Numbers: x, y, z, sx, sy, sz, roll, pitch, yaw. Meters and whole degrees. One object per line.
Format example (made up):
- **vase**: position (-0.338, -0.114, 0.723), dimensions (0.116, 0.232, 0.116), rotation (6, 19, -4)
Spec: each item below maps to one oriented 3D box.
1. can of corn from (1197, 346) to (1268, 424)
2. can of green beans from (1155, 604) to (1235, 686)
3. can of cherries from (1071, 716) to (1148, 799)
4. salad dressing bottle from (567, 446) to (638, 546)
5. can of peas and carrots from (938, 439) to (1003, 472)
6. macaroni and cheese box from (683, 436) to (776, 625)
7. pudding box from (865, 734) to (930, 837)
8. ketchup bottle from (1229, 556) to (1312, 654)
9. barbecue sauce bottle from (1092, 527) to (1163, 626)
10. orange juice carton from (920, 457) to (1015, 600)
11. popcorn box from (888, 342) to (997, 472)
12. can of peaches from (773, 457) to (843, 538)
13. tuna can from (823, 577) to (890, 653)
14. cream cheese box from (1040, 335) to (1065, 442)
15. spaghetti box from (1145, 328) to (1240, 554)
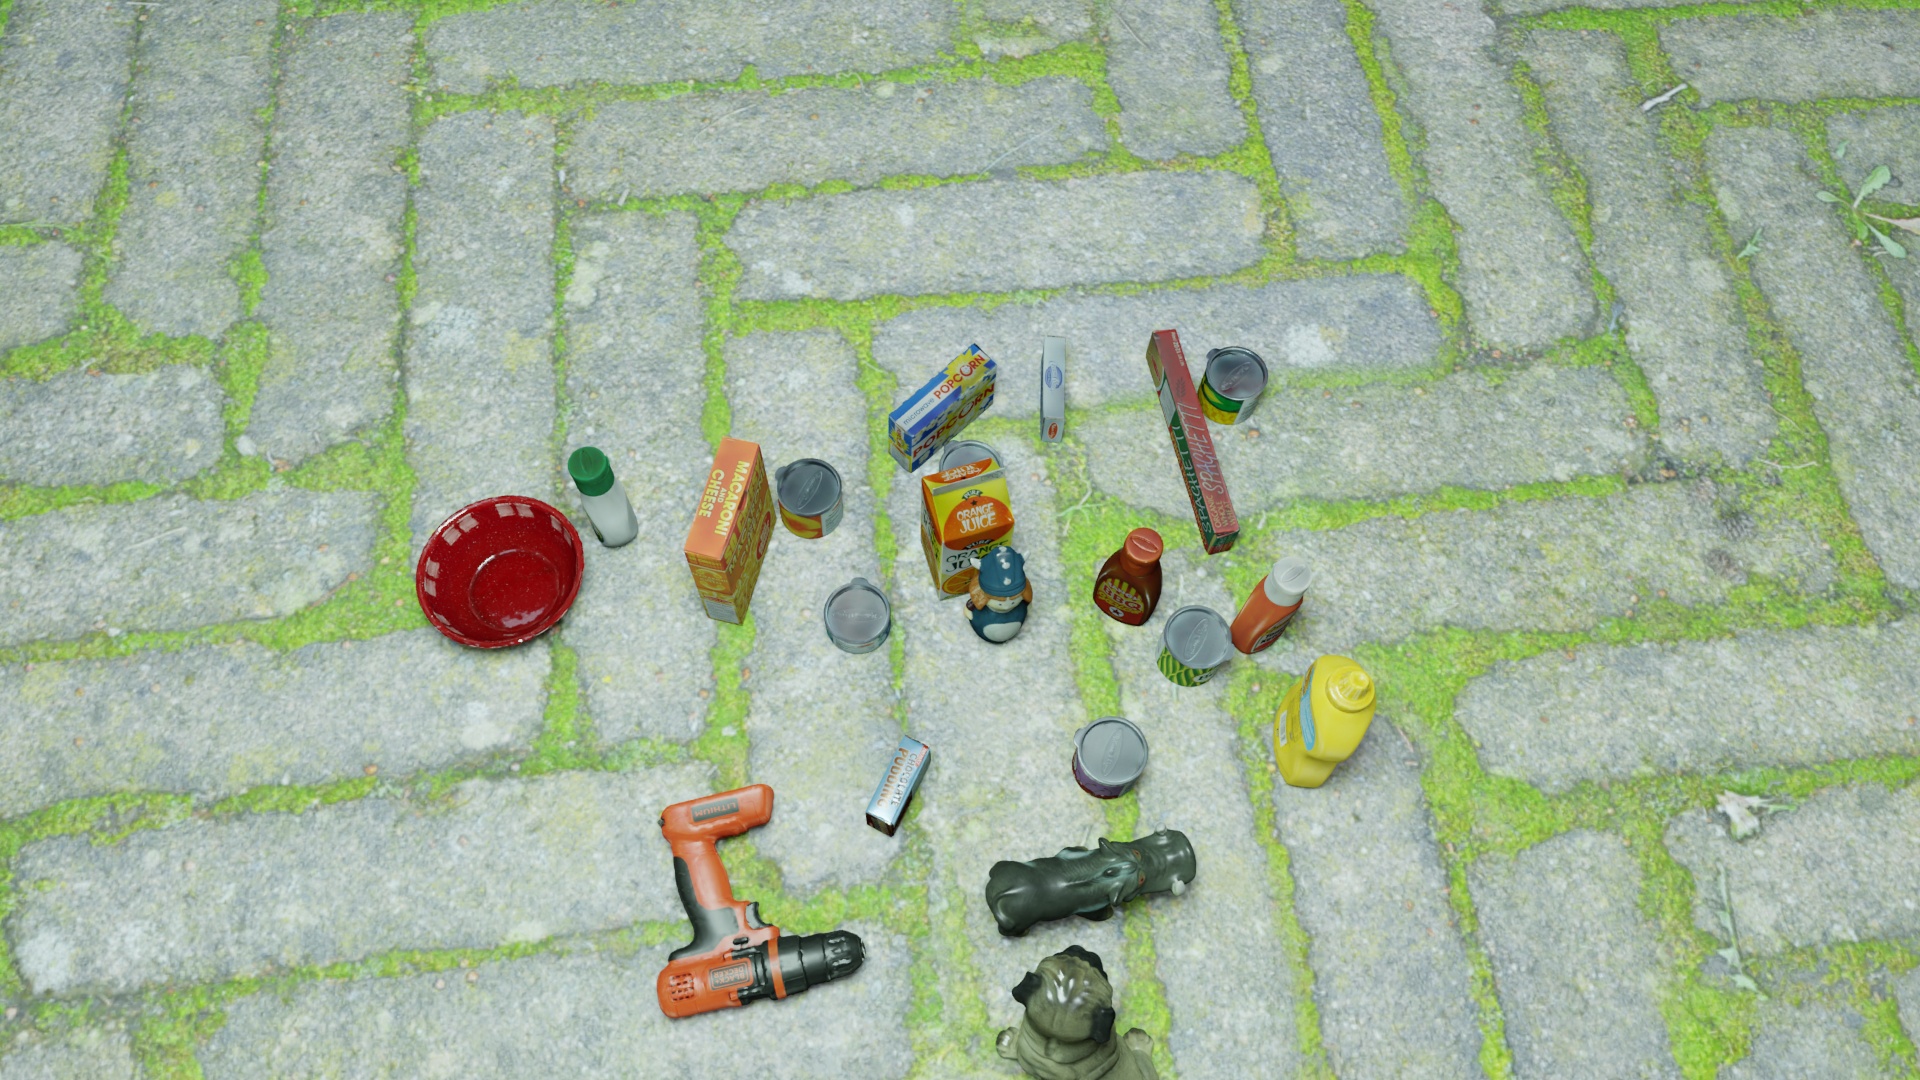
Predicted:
- **can of corn**: position (0.289, -0.167, 1.492), dimensions (0.071, 0.058, 0.071), rotation (1, 65, -2)
- **can of green beans**: position (0.228, 0.104, 1.364), dimensions (0.071, 0.057, 0.071), rotation (1, 65, -2)
- **can of cherries**: position (0.138, 0.205, 1.313), dimensions (0.071, 0.058, 0.072), rotation (1, 65, -2)
- **salad dressing bottle**: position (-0.350, -0.043, 1.360), dimensions (0.044, 0.147, 0.064), rotation (-18, 68, -10)
- **can of peas and carrots**: position (0.008, -0.063, 1.432), dimensions (0.071, 0.058, 0.071), rotation (1, 65, -2)
- **macaroni and cheese box**: position (-0.218, -0.007, 1.338), dimensions (0.040, 0.165, 0.124), rotation (13, 66, 4)
- **pudding box**: position (-0.058, 0.230, 1.299), dimensions (0.030, 0.049, 0.084), rotation (24, 67, 8)
- **ketchup bottle**: position (0.301, 0.060, 1.337), dimensions (0.065, 0.148, 0.043), rotation (-33, 71, -16)
- **barbecue sauce bottle**: position (0.167, 0.033, 1.345), dimensions (0.065, 0.148, 0.044), rotation (29, 68, 11)
- **orange juice carton**: position (0.005, -0.017, 1.337), dimensions (0.072, 0.192, 0.073), rotation (-15, 67, -9)
- **popcorn box**: position (-0.019, -0.137, 1.451), dimensions (0.038, 0.085, 0.127), rotation (42, 71, 16)
- **can of peaches**: position (-0.155, -0.043, 1.417), dimensions (0.071, 0.057, 0.071), rotation (1, 65, -2)
- **tuna can**: position (-0.102, 0.075, 1.378), dimensions (0.071, 0.032, 0.071), rotation (1, 65, -2)
- **cream cheese box**: position (0.098, -0.161, 1.484), dimensions (0.024, 0.053, 0.104), rotation (3, 65, -1)
- **spaghetti box**: position (0.243, -0.106, 1.466), dimensions (0.029, 0.050, 0.251), rotation (-10, 66, -7)
